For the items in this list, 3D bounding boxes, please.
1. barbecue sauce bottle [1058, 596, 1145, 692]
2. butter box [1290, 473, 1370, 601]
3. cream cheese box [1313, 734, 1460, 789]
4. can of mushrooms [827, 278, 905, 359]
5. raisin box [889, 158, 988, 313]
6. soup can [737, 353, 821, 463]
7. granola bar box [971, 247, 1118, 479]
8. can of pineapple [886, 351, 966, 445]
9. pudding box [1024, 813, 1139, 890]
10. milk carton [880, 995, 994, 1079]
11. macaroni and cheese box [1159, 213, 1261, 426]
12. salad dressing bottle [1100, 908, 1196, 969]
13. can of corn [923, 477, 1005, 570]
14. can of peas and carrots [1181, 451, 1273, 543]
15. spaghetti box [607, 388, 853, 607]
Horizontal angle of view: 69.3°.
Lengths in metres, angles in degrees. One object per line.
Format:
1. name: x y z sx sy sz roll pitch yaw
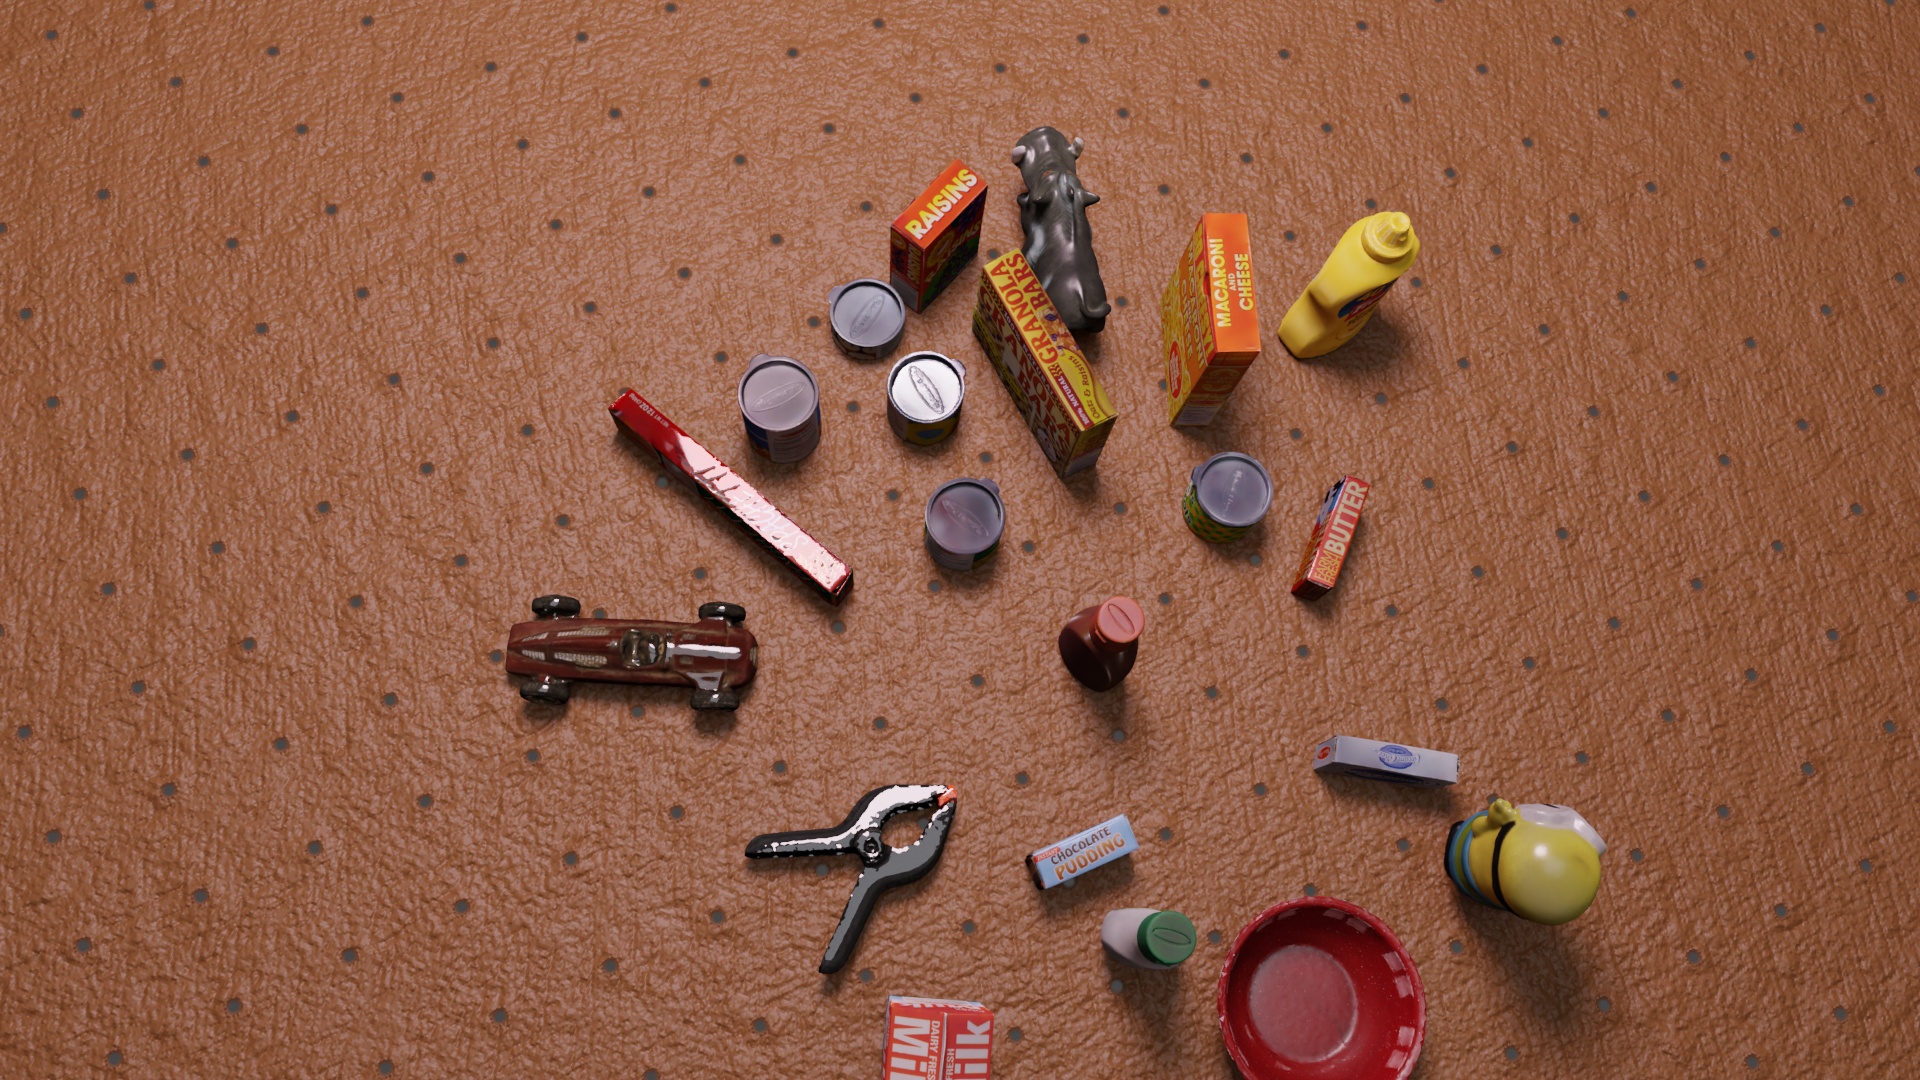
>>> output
1. barbecue sauce bottle: 0.114 0.079 1.100 0.044 0.148 0.065 -36 79 -12
2. butter box: 0.316 -0.001 1.187 0.024 0.053 0.104 23 73 3
3. cream cheese box: 0.347 0.181 1.135 0.104 0.053 0.024 9 74 -1
4. can of mushrooms: -0.084 -0.197 1.227 0.071 0.033 0.071 1 74 -4
5. raisin box: -0.021 -0.262 1.204 0.040 0.123 0.086 40 75 8
6. soup can: -0.152 -0.111 1.171 0.071 0.083 0.071 1 74 -4
7. granola bar box: 0.067 -0.146 1.175 0.039 0.124 0.166 -27 77 -11
8. can of pineapple: -0.029 -0.122 1.196 0.071 0.057 0.071 1 74 -4
9. pudding box: 0.096 0.247 1.100 0.084 0.049 0.030 -21 77 -10
10. milk carton: -0.018 0.366 0.983 0.073 0.190 0.072 5 74 -2
11. macaroni and cheese box: 0.207 -0.182 1.174 0.040 0.166 0.124 -1 74 -4
12. salad dressing bottle: 0.143 0.297 1.038 0.064 0.147 0.044 17 74 1
13. can of corn: 0.004 -0.015 1.166 0.071 0.058 0.071 1 74 -4
14. can of peas and carrots: 0.225 -0.036 1.188 0.071 0.058 0.071 1 74 -4
15. spaghetti box: -0.190 -0.035 1.163 0.250 0.050 0.029 39 75 7
